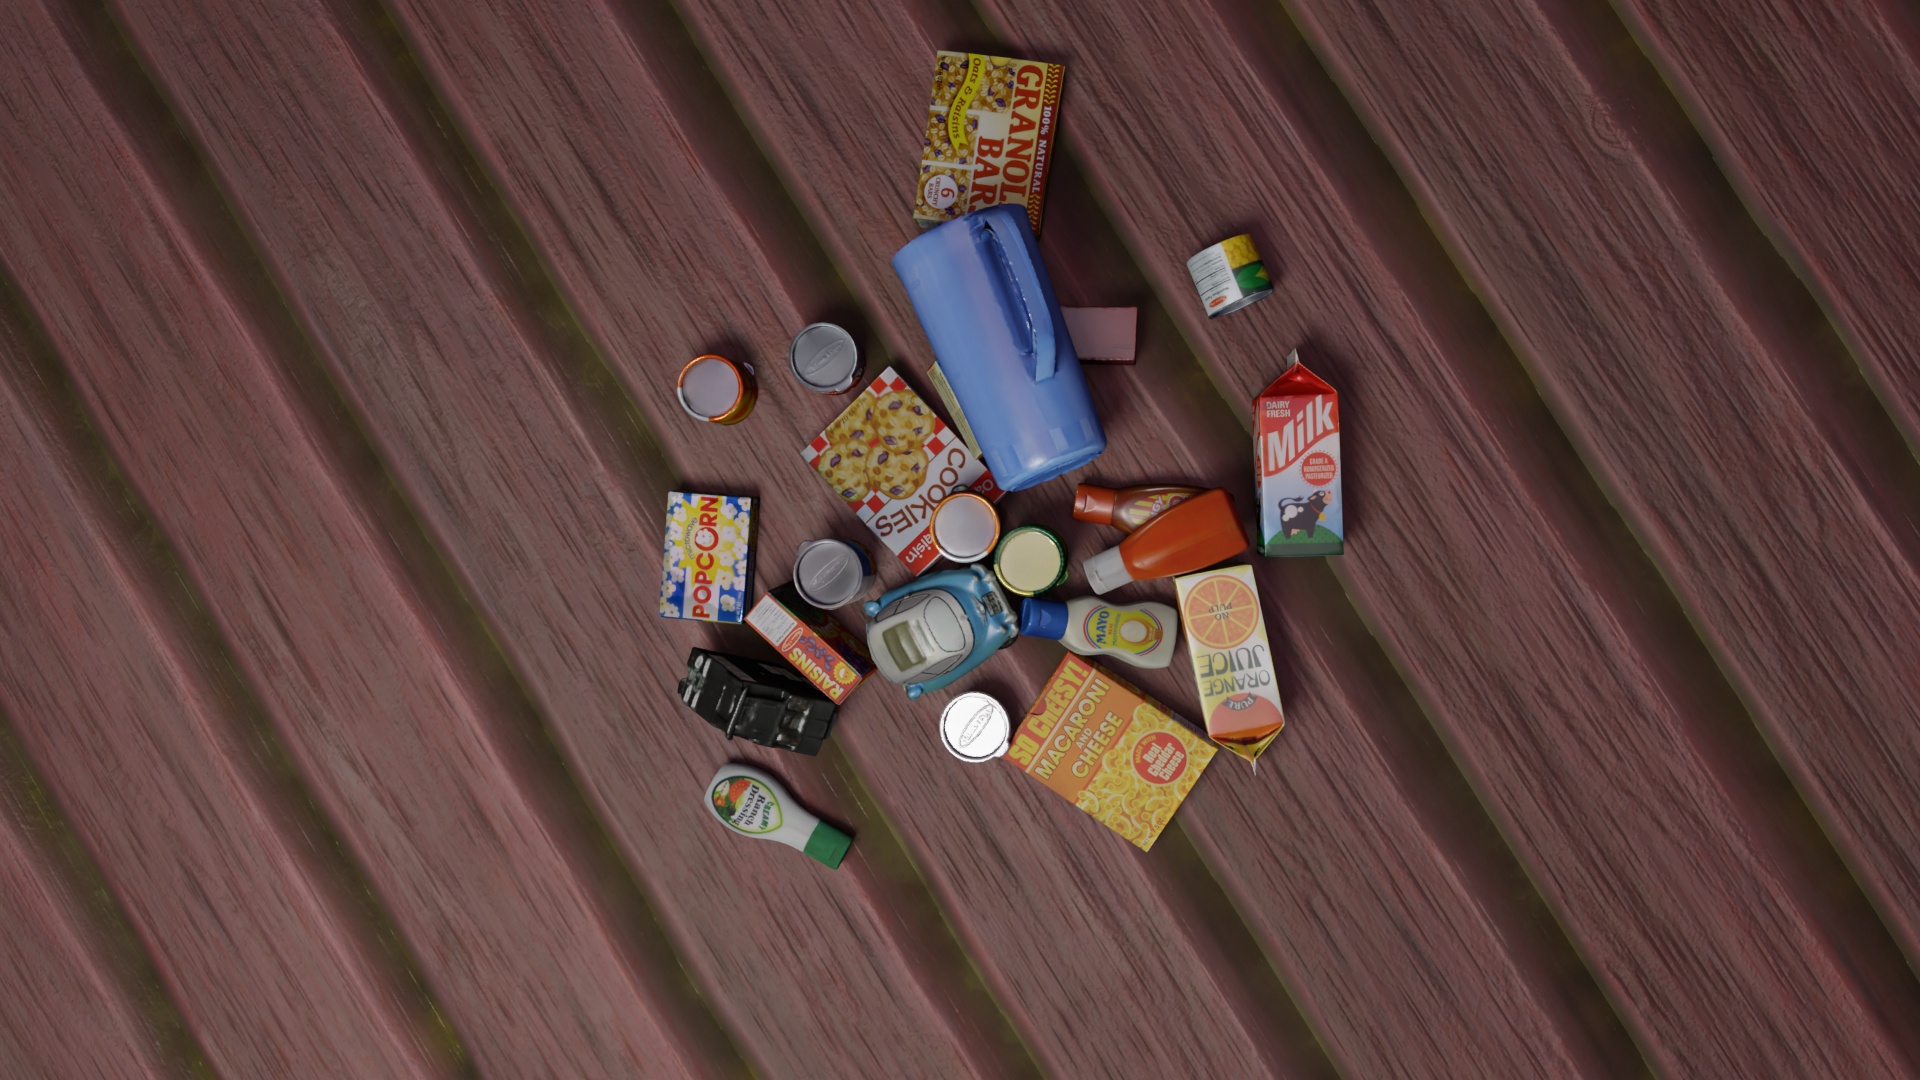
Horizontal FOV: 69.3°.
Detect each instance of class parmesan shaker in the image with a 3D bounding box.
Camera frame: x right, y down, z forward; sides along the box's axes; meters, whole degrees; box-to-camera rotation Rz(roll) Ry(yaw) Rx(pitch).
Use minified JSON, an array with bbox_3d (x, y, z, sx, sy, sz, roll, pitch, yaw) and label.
[{"bbox_3d":[0.070,0.019,1.306,0.071,0.103,0.071,0,91,6],"label":"parmesan shaker"}]

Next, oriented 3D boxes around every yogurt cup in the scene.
[{"bbox_3d":[0.016,0.176,1.338,0.072,0.054,0.072,0,91,6],"label":"yogurt cup"}]

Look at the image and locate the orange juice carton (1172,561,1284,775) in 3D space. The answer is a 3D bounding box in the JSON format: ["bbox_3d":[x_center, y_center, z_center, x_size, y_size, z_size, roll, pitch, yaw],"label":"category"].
[{"bbox_3d":[0.255,0.120,1.305,0.073,0.072,0.192,-12,89,6],"label":"orange juice carton"}]

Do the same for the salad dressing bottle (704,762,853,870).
[{"bbox_3d":[-0.177,0.272,1.363,0.148,0.044,0.064,28,92,5],"label":"salad dressing bottle"}]

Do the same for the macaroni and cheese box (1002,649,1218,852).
[{"bbox_3d":[0.142,0.198,1.327,0.166,0.040,0.123,33,99,4],"label":"macaroni and cheese box"}]

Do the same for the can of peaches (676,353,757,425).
[{"bbox_3d":[-0.236,-0.149,1.358,0.071,0.058,0.071,0,91,6],"label":"can of peaches"}]

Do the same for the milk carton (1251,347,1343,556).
[{"bbox_3d":[0.313,-0.081,1.297,0.073,0.072,0.190,-2,90,6],"label":"milk carton"}]

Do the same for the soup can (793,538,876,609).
[{"bbox_3d":[-0.121,0.028,1.335,0.071,0.084,0.071,0,91,6],"label":"soup can"}]

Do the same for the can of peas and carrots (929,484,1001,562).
[{"bbox_3d":[0.005,-0.016,1.293,0.071,0.059,0.071,0,93,2],"label":"can of peas and carrots"}]

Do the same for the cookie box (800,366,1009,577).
[{"bbox_3d":[-0.053,-0.066,1.350,0.123,0.040,0.167,-44,86,4],"label":"cookie box"}]

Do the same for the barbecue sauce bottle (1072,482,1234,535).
[{"bbox_3d":[0.183,-0.026,1.325,0.148,0.044,0.064,9,94,6],"label":"barbecue sauce bottle"}]

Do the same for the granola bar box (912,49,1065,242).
[{"bbox_3d":[0.028,-0.380,1.339,0.124,0.039,0.165,9,92,5],"label":"granola bar box"}]

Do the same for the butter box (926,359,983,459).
[{"bbox_3d":[0.015,-0.131,1.332,0.053,0.024,0.103,-22,78,-30],"label":"butter box"}]

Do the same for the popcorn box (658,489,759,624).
[{"bbox_3d":[-0.247,0.016,1.370,0.085,0.038,0.126,5,91,6],"label":"popcorn box"}]

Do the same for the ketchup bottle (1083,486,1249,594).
[{"bbox_3d":[0.188,0.006,1.285,0.148,0.043,0.064,-24,91,15],"label":"ketchup bottle"}]

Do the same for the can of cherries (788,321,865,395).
[{"bbox_3d":[-0.127,-0.173,1.347,0.071,0.058,0.071,0,90,5],"label":"can of cherries"}]

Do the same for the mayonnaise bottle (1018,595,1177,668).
[{"bbox_3d":[0.129,0.081,1.309,0.148,0.041,0.065,9,86,-16],"label":"mayonnaise bottle"}]

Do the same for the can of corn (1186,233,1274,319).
[{"bbox_3d":[0.255,-0.249,1.306,0.071,0.071,0.058,-22,88,6],"label":"can of corn"}]

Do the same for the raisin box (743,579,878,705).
[{"bbox_3d":[-0.139,0.096,1.336,0.123,0.086,0.040,42,100,4],"label":"raisin box"}]
